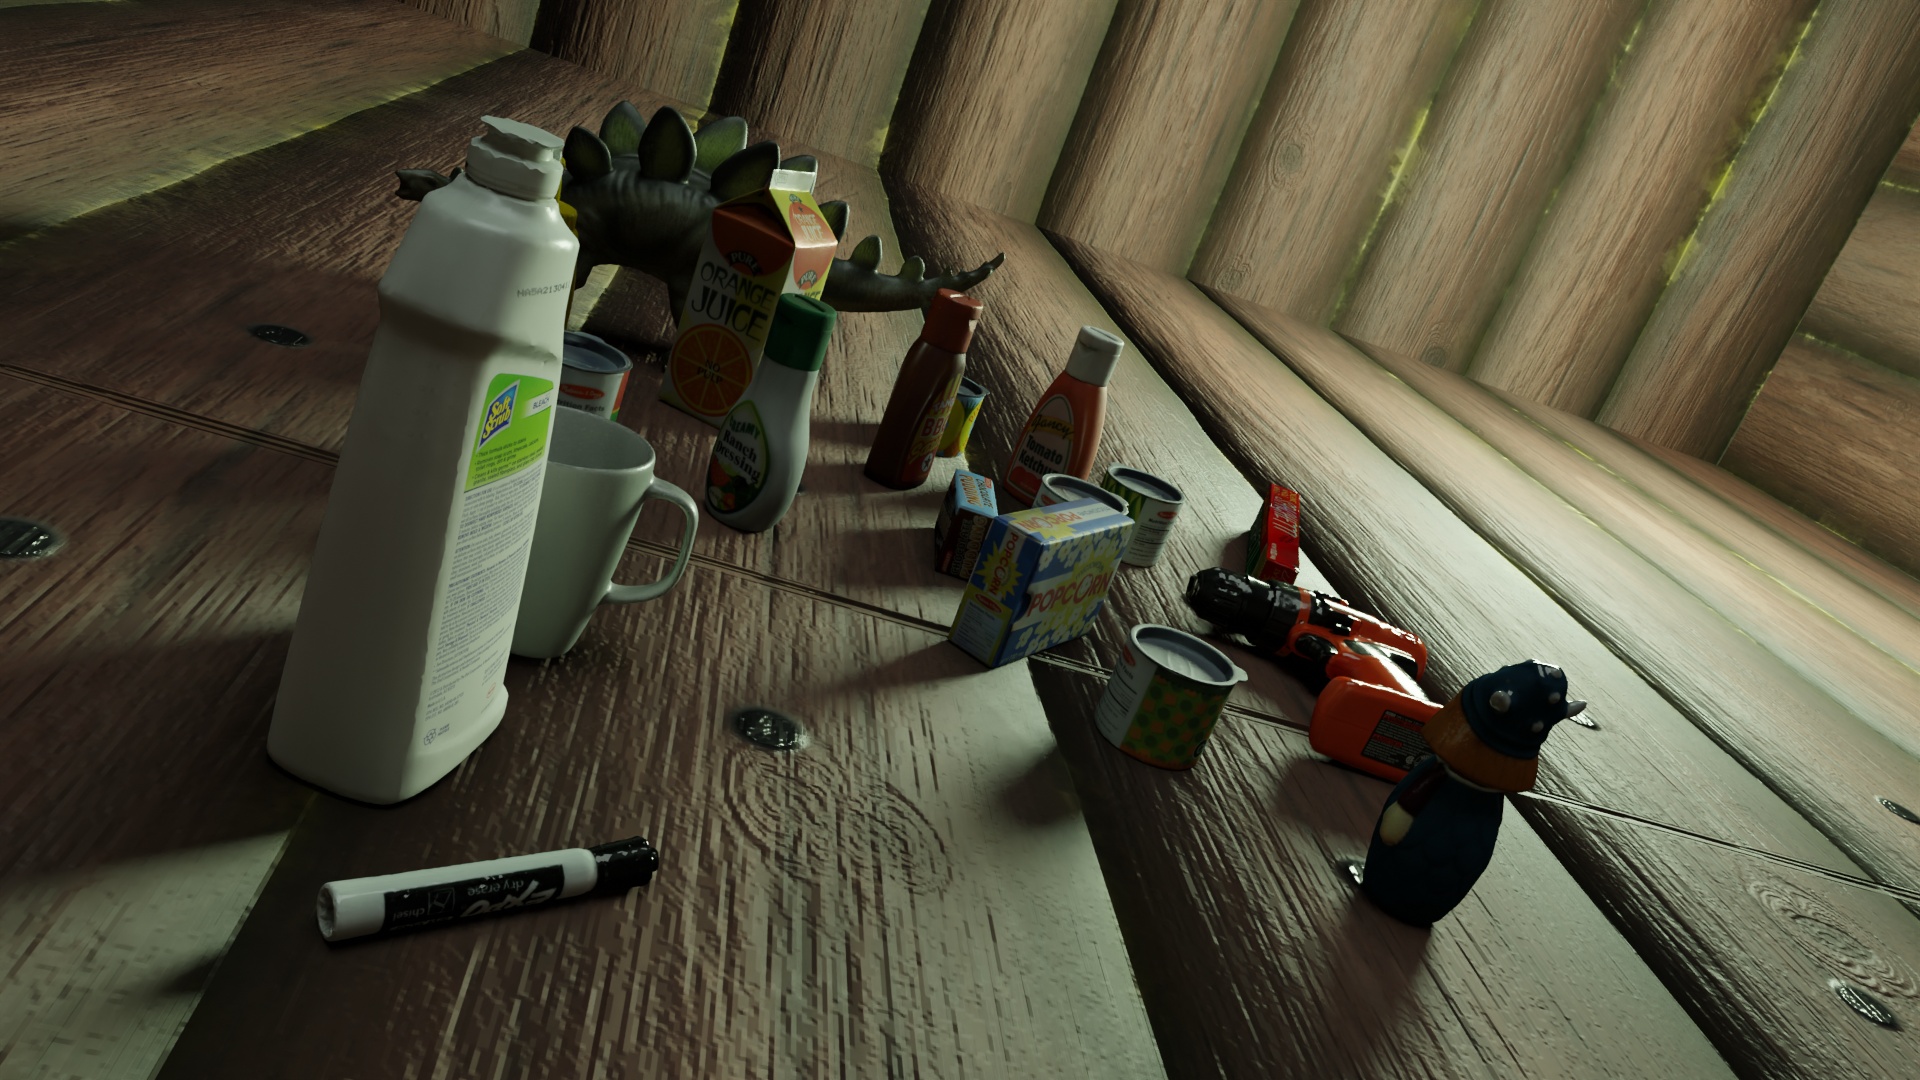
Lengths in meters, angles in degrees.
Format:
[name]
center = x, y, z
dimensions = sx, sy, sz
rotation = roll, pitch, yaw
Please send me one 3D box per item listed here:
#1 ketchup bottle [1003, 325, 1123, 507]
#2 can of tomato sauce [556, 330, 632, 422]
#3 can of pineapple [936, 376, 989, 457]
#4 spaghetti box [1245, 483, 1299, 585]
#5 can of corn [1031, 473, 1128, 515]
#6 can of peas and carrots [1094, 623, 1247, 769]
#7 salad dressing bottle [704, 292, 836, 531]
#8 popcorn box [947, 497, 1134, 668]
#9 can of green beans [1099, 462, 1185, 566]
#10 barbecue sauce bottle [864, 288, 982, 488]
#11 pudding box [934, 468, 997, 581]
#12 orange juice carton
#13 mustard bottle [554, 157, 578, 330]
[ketchup bottle]
center = 0.087, -0.097, 1.110
dimensions = 0.065, 0.148, 0.043
rotation = 33, 23, 31
[can of tomato sauce]
center = -0.240, -0.077, 0.830
dimensions = 0.071, 0.082, 0.071
rotation = 19, 20, -7
[can of pineapple]
center = -0.018, -0.109, 1.171
dimensions = 0.071, 0.057, 0.071
rotation = 19, 20, -7
[spaghetti box]
center = 0.261, 0.006, 1.163
dimensions = 0.029, 0.050, 0.251
rotation = 23, 20, 6
[can of corn]
center = 0.082, -0.008, 1.008
dimensions = 0.071, 0.058, 0.071
rotation = 19, 20, -7
[can of peas and carrots]
center = 0.119, 0.089, 0.792
dimensions = 0.071, 0.058, 0.071
rotation = 19, 20, -7
[salad dressing bottle]
center = -0.116, -0.079, 0.864
dimensions = 0.064, 0.147, 0.044
rotation = 35, 24, 35
[popcorn box]
center = 0.052, 0.023, 0.858
dimensions = 0.038, 0.085, 0.127
rotation = 31, 22, 26
[can of green beans]
center = 0.135, -0.019, 1.092
dimensions = 0.071, 0.057, 0.071
rotation = 19, 20, -7
[barbecue sauce bottle]
center = -0.026, -0.114, 1.043
dimensions = 0.044, 0.148, 0.065
rotation = 27, 20, 17
[pudding box]
center = 0.003, -0.012, 0.953
dimensions = 0.030, 0.049, 0.084
rotation = 18, 20, -8
[orange juice carton]
center = -0.151, -0.182, 1.029
dimensions = 0.073, 0.192, 0.072
rotation = 26, 20, 14
[mustard bottle]
center = -0.290, -0.180, 0.933
dimensions = 0.065, 0.159, 0.049
rotation = 6, 25, -37
